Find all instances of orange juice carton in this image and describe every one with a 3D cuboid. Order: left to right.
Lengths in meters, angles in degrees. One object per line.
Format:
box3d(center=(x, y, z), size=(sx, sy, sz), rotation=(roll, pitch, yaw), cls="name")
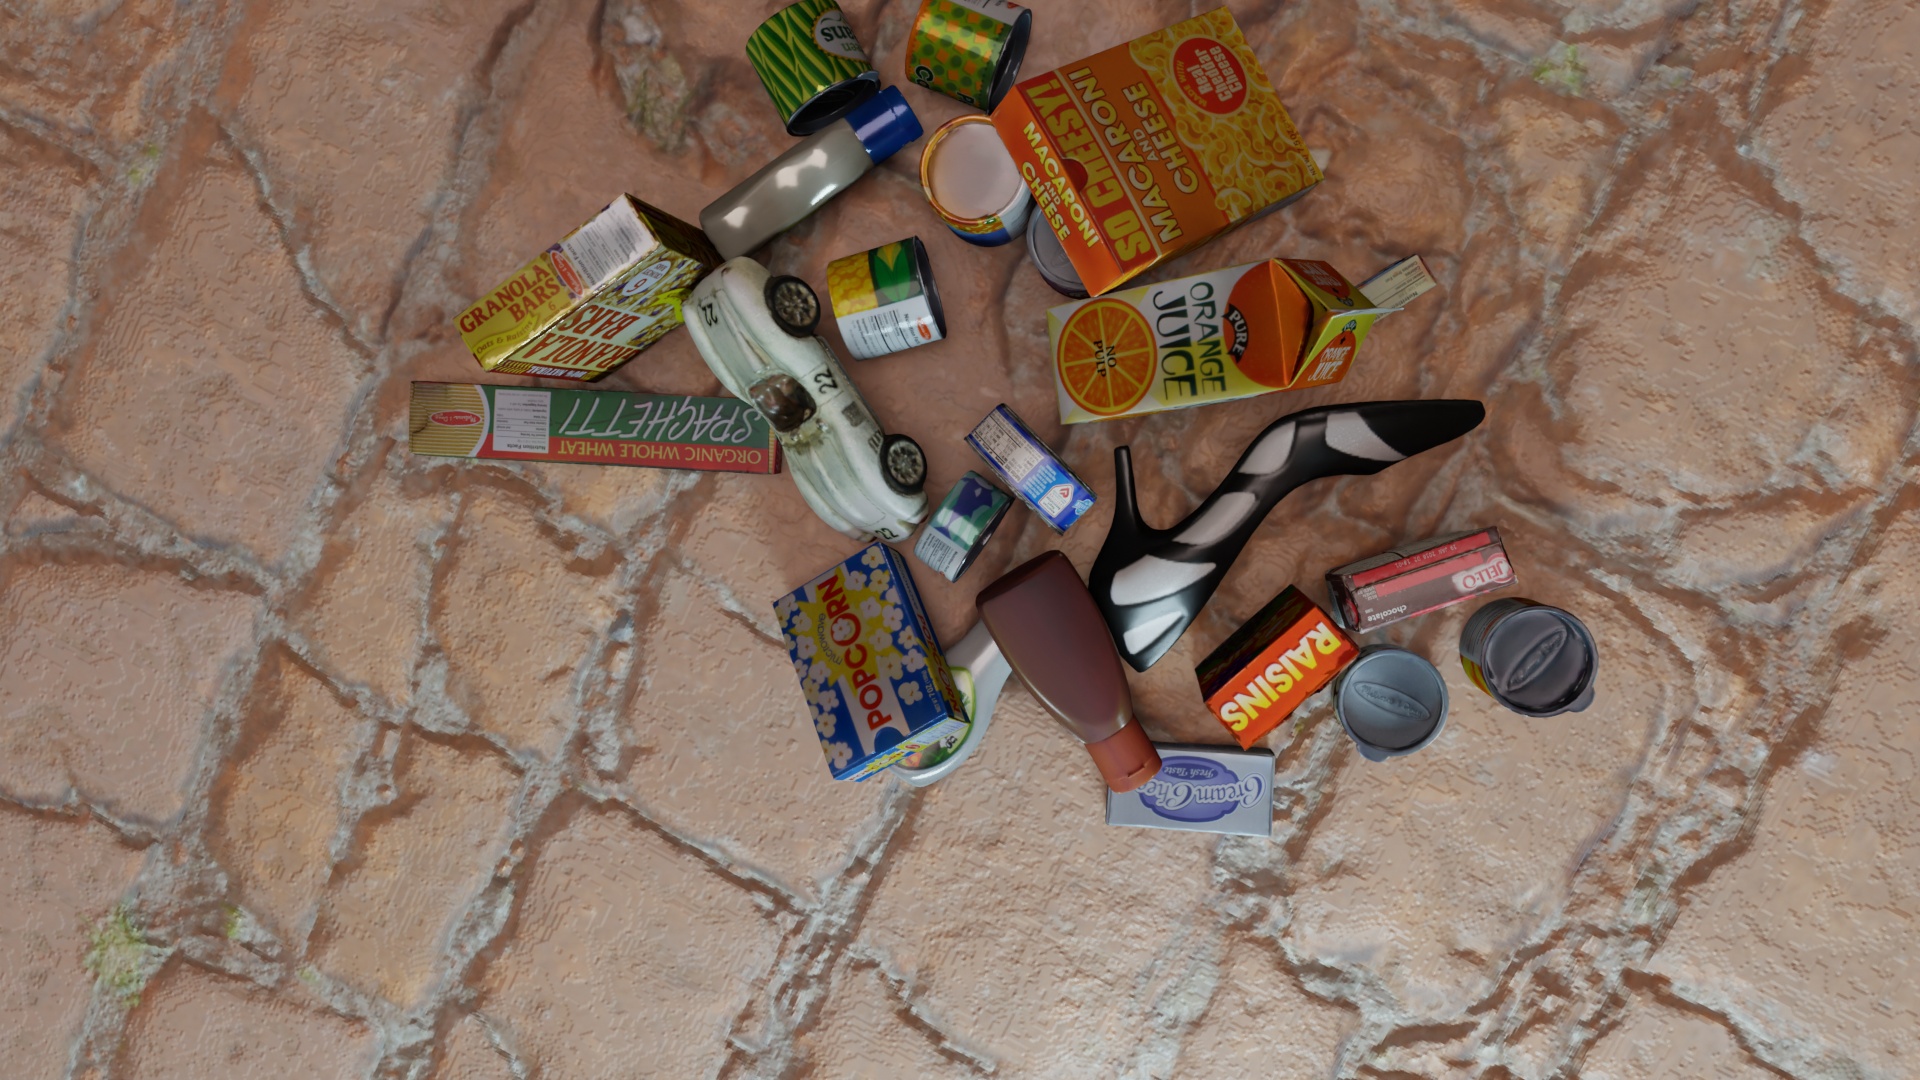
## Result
box3d(center=(0.150, -0.116, 0.798), size=(0.192, 0.072, 0.073), rotation=(-6, 93, 39), cls="orange juice carton")

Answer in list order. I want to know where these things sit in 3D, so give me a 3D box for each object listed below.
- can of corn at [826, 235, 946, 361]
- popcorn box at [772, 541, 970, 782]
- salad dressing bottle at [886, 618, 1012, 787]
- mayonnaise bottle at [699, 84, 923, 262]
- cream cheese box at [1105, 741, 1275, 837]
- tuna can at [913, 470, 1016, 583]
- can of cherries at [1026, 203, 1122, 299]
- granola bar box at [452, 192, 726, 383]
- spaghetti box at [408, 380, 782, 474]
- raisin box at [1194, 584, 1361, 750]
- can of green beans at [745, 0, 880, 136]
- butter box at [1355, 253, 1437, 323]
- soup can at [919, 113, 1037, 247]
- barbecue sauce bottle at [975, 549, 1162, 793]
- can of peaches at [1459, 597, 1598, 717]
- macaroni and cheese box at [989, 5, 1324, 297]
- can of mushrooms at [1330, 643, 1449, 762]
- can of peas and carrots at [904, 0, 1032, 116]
box3d(center=(-0.046, -0.152, 0.868), size=(0.058, 0.071, 0.071), rotation=(-15, 91, 8), cls="can of corn")
box3d(center=(-0.057, 0.076, 0.867), size=(0.085, 0.038, 0.127), rotation=(-29, 64, 13), cls="popcorn box")
box3d(center=(0.005, 0.087, 0.883), size=(0.064, 0.044, 0.147), rotation=(40, 95, 13), cls="salad dressing bottle")
box3d(center=(-0.094, -0.229, 0.872), size=(0.148, 0.065, 0.041), rotation=(-33, 110, 4), cls="mayonnaise bottle")
box3d(center=(0.145, 0.156, 0.879), size=(0.104, 0.024, 0.053), rotation=(3, 94, 7), cls="cream cheese box")
box3d(center=(0.003, -0.011, 0.869), size=(0.033, 0.071, 0.071), rotation=(35, 97, 5), cls="tuna can")
box3d(center=(0.077, -0.181, 0.854), size=(0.071, 0.058, 0.071), rotation=(0, 92, 6), cls="can of cherries")
box3d(center=(-0.211, -0.146, 0.838), size=(0.124, 0.166, 0.039), rotation=(-33, 90, 8), cls="granola bar box")
box3d(center=(-0.239, -0.074, 0.913), size=(0.250, 0.029, 0.050), rotation=(4, 93, 7), cls="spaghetti box")
box3d(center=(0.184, 0.072, 0.820), size=(0.086, 0.123, 0.040), rotation=(-42, 87, 7), cls="raisin box")
box3d(center=(-0.092, -0.295, 0.865), size=(0.071, 0.071, 0.058), rotation=(-28, 89, 8), cls="can of green beans")
box3d(center=(0.232, -0.135, 0.840), size=(0.103, 0.053, 0.024), rotation=(-32, 92, 8), cls="butter box")
box3d(center=(0.010, -0.219, 0.847), size=(0.071, 0.084, 0.071), rotation=(0, 93, 8), cls="soup can")
box3d(center=(0.071, 0.082, 0.842), size=(0.065, 0.044, 0.148), rotation=(-31, 97, -2), cls="barbecue sauce bottle")
box3d(center=(0.341, 0.070, 0.834), size=(0.071, 0.058, 0.071), rotation=(0, 93, 6), cls="can of peaches")
box3d(center=(0.117, -0.231, 0.813), size=(0.167, 0.040, 0.123), rotation=(-29, 88, -26), cls="macaroni and cheese box")
box3d(center=(0.263, 0.100, 0.857), size=(0.071, 0.033, 0.071), rotation=(0, 93, 6), cls="can of mushrooms")
box3d(center=(0.004, -0.301, 0.853), size=(0.059, 0.071, 0.071), rotation=(24, 96, 6), cls="can of peas and carrots")
